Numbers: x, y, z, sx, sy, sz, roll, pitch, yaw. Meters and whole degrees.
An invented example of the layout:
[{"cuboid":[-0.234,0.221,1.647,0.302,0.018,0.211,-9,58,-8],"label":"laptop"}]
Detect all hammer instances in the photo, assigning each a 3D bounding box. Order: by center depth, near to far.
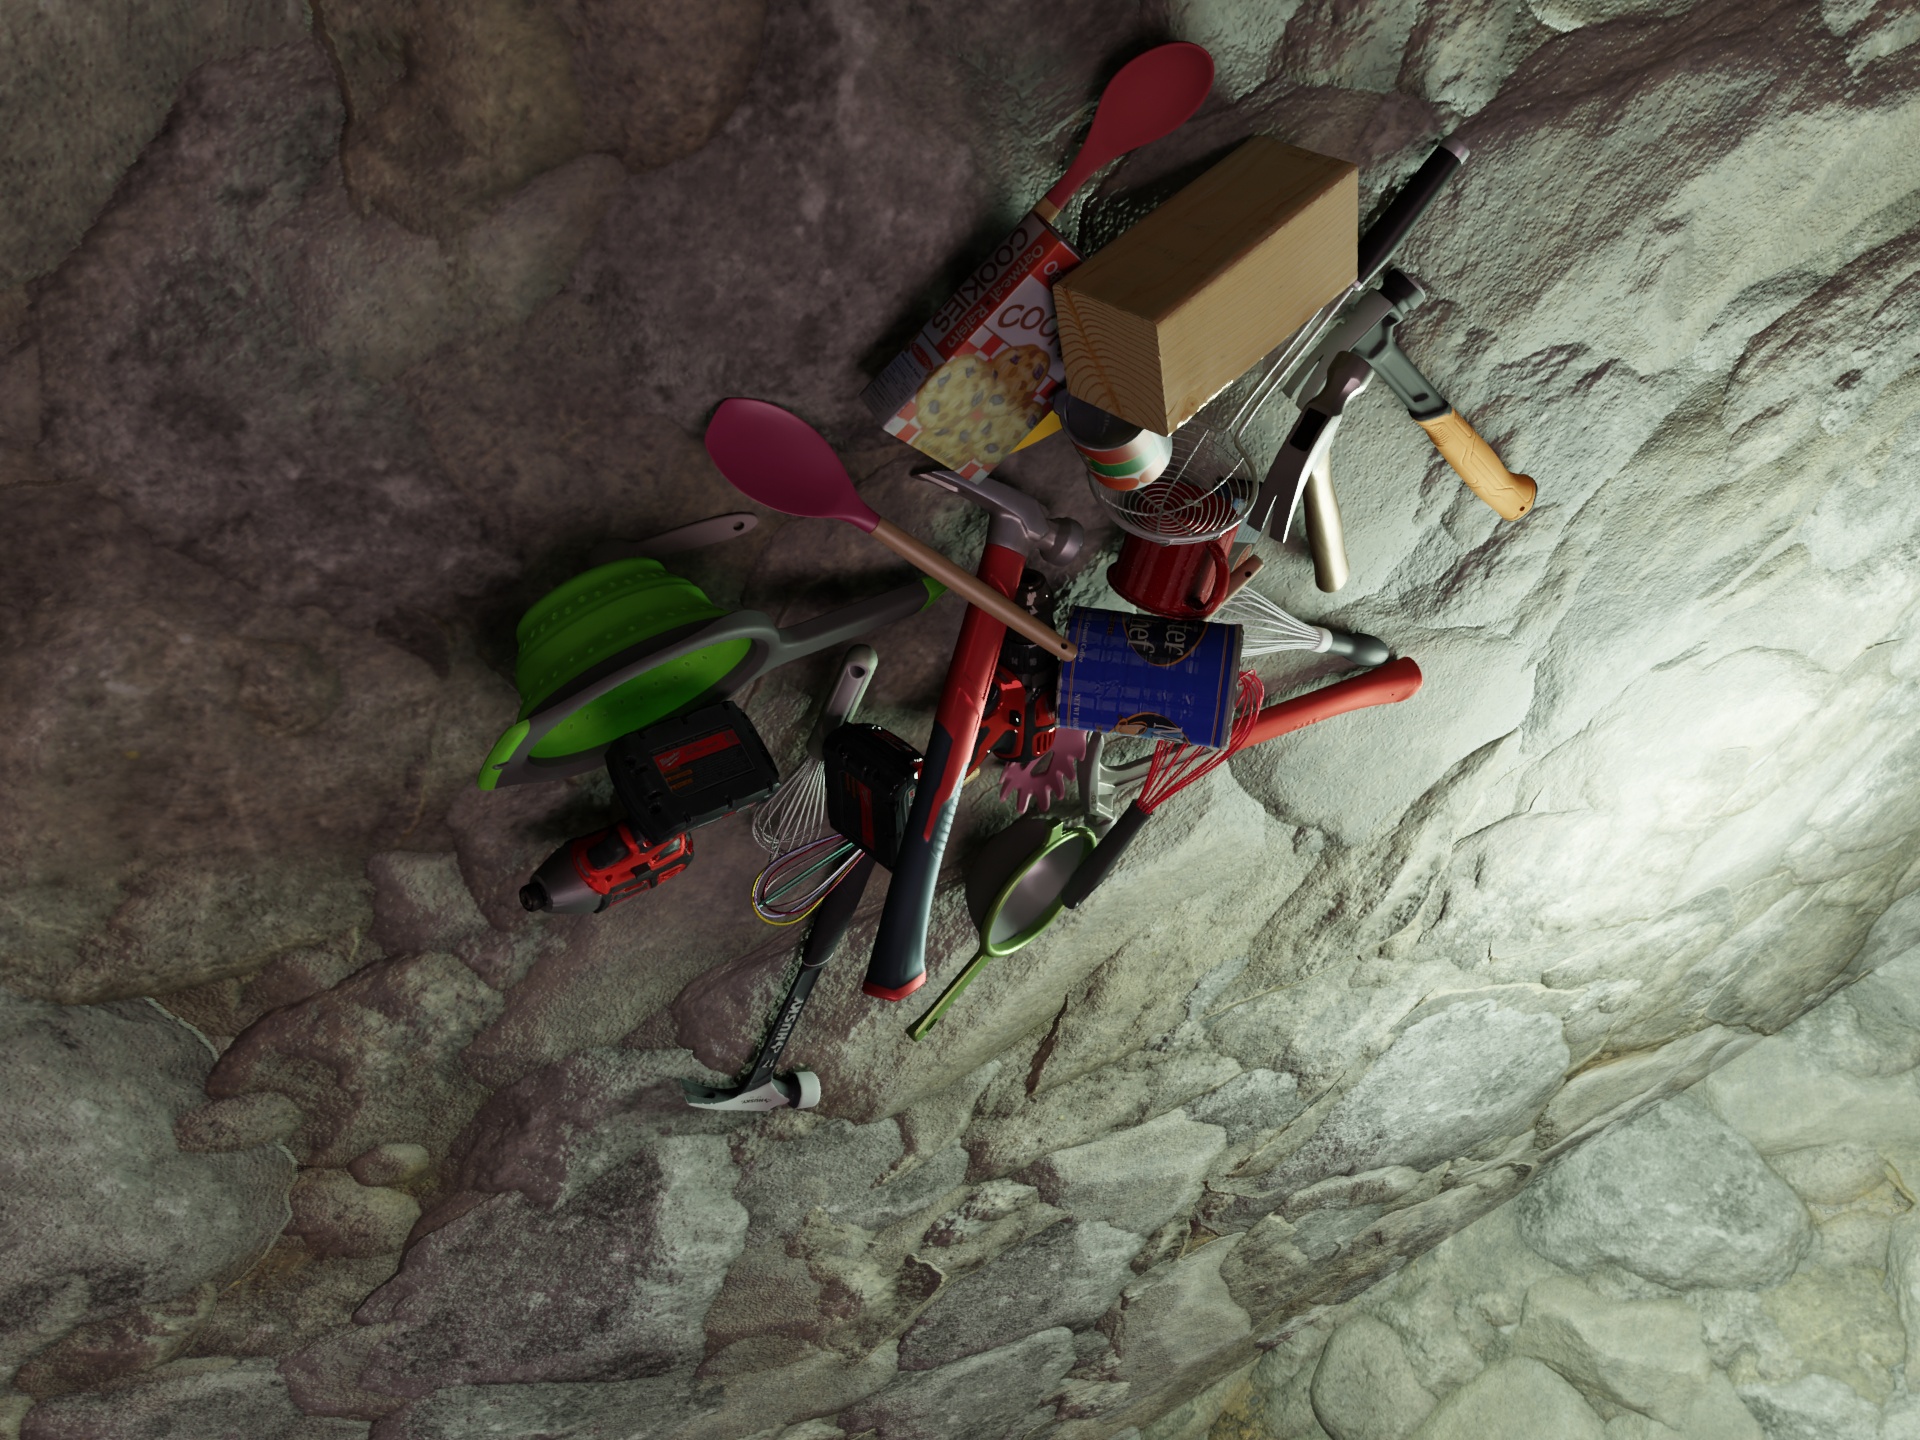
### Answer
[{"cuboid":[-0.019,0.011,1.165,0.143,0.038,0.386,20,81,-30],"label":"hammer"},{"cuboid":[0.286,-0.165,1.266,0.130,0.031,0.331,-57,159,-3],"label":"hammer"},{"cuboid":[0.400,-0.244,1.340,0.127,0.034,0.336,-46,137,16],"label":"hammer"},{"cuboid":[-0.145,0.233,1.491,0.149,0.036,0.408,2,129,-31],"label":"hammer"},{"cuboid":[0.278,0.002,1.512,0.359,0.037,0.149,-19,138,-13],"label":"hammer"}]

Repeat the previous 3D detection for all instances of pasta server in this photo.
[{"cuboid":[0.144,-0.030,1.365,0.060,0.040,0.316,34,121,-21],"label":"pasta server"}]

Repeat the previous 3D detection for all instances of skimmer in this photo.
[{"cuboid":[0.238,-0.281,1.162,0.363,0.127,0.090,-51,156,12],"label":"skimmer"}]

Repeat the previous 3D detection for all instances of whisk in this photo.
[{"cuboid":[-0.115,0.030,1.274,0.057,0.059,0.246,22,130,-7],"label":"whisk"},{"cuboid":[-0.077,0.099,1.346,0.245,0.047,0.051,-32,161,-30],"label":"whisk"},{"cuboid":[0.304,-0.078,1.436,0.284,0.070,0.070,7,127,-42],"label":"whisk"},{"cuboid":[0.175,0.065,1.440,0.073,0.073,0.295,12,123,-39],"label":"whisk"}]

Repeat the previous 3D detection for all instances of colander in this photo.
[{"cuboid":[-0.173,-0.073,1.132,0.397,0.094,0.204,-24,170,-36],"label":"colander"}]

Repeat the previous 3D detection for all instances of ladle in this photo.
[{"cuboid":[0.045,-0.322,1.056,0.315,0.031,0.069,-46,141,19],"label":"ladle"}]

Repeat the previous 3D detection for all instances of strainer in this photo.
[{"cuboid":[0.020,0.184,1.489,0.256,0.069,0.151,-50,154,2],"label":"strainer"}]

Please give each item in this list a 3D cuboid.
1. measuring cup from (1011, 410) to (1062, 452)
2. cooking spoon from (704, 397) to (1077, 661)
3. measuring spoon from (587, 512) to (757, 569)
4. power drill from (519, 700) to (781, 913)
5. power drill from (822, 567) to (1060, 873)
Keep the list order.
[{"cuboid":[0.084,-0.240,1.170,0.156,0.029,0.062,-26,143,12],"label":"measuring cup"},{"cuboid":[-0.041,-0.124,1.119,0.318,0.017,0.069,31,71,-23],"label":"cooking spoon"},{"cuboid":[-0.199,-0.122,1.115,0.124,0.018,0.034,-18,138,-15],"label":"measuring spoon"},{"cuboid":[-0.238,0.079,1.184,0.143,0.078,0.219,-22,167,-41],"label":"power drill"},{"cuboid":[-0.002,-0.004,1.266,0.227,0.080,0.187,-37,146,-31],"label":"power drill"}]
